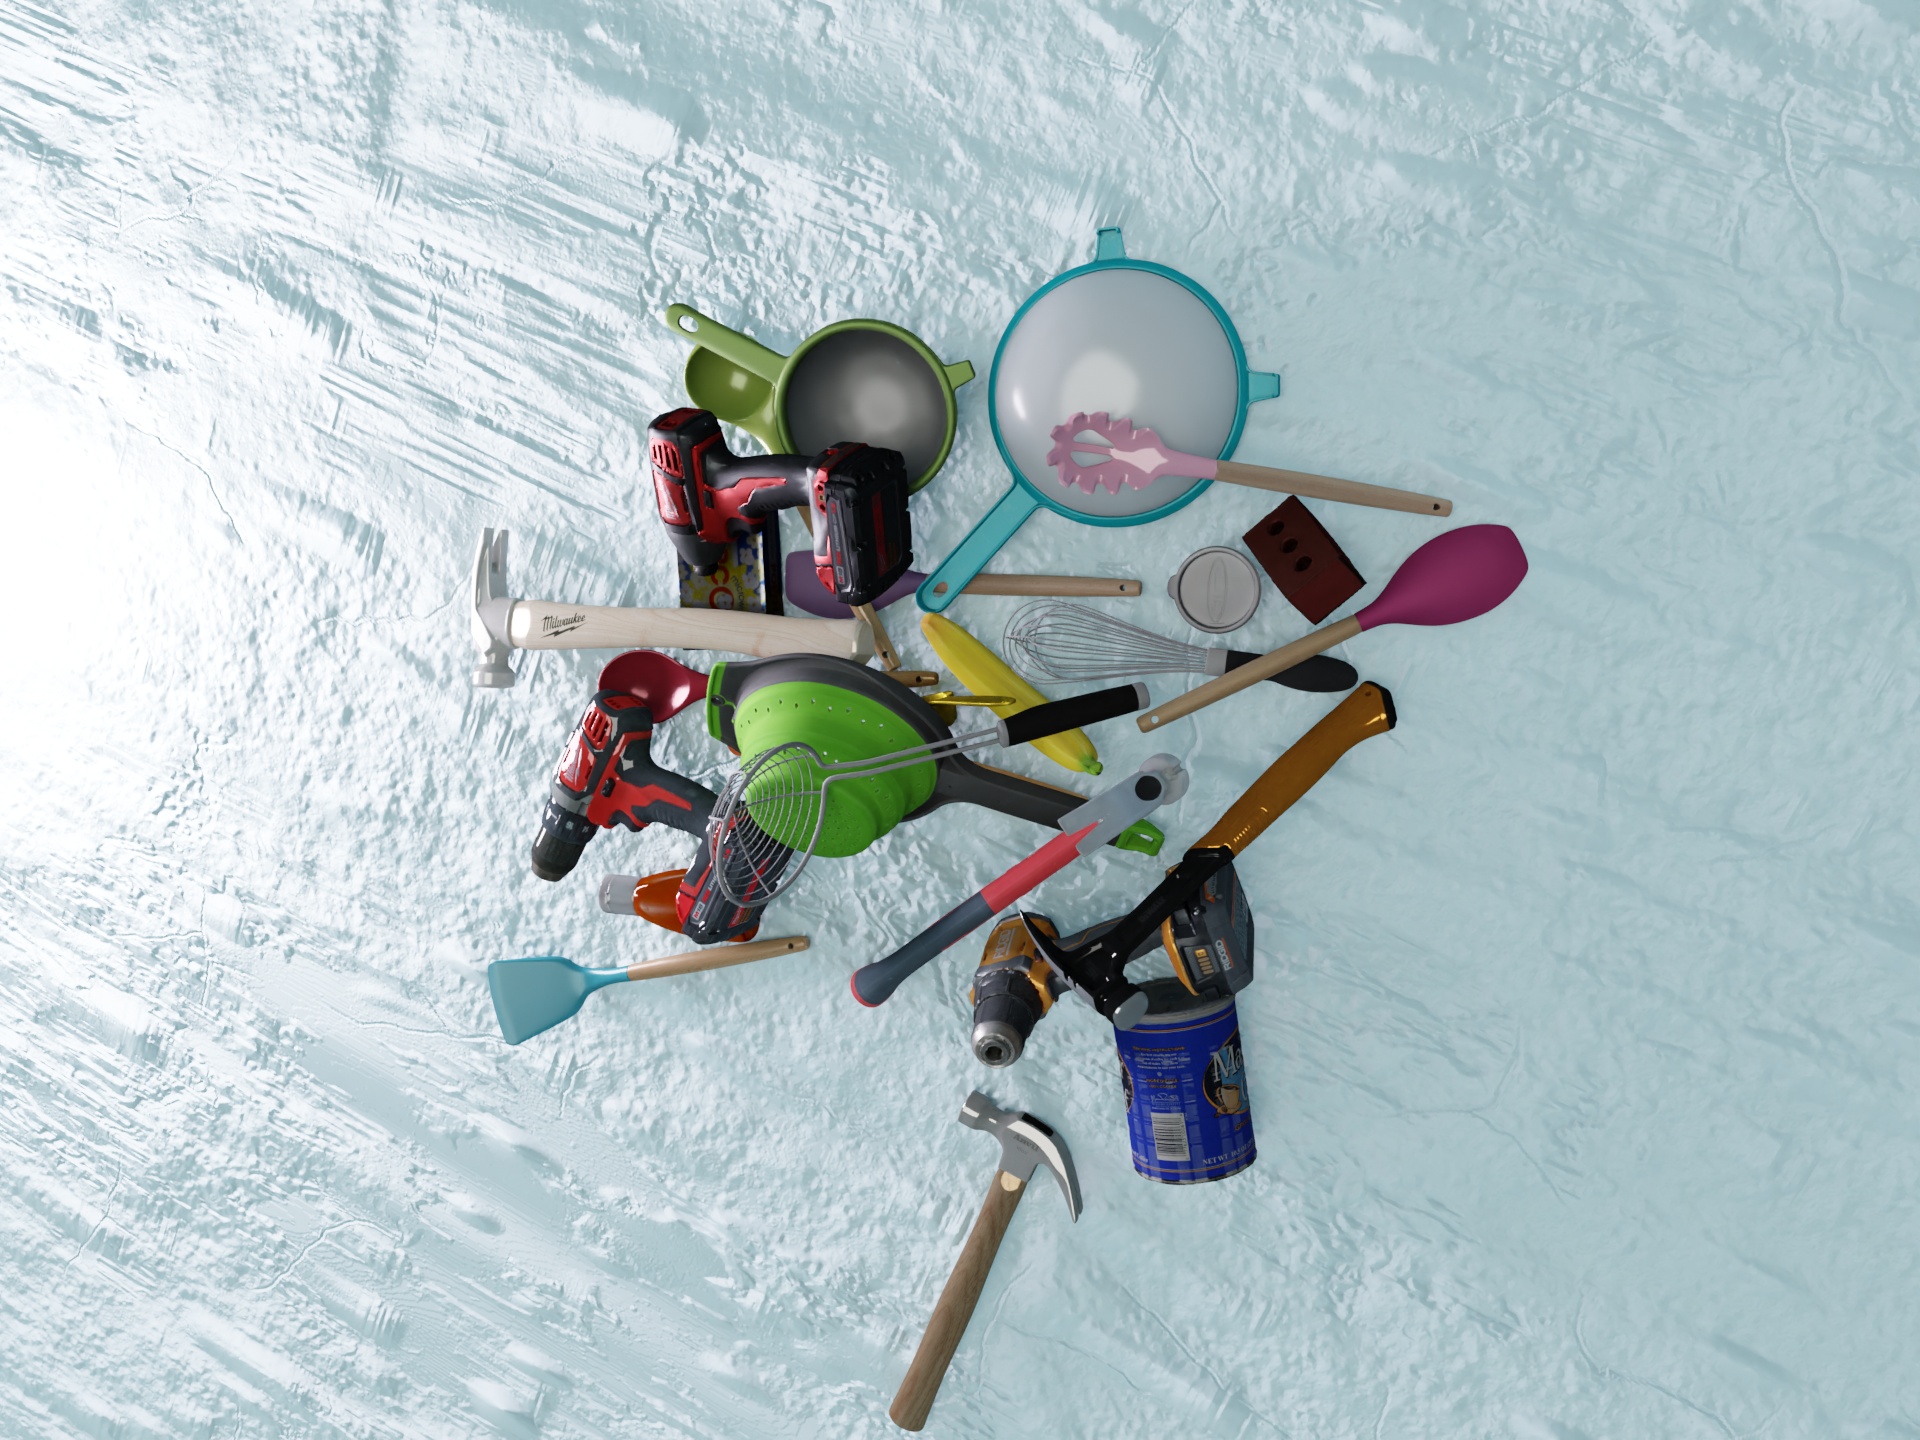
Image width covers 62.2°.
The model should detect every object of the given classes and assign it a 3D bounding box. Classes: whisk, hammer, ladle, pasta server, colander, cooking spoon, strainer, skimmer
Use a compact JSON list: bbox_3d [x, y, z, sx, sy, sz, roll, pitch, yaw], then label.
[{"bbox_3d":[0.172,-0.049,1.272,0.284,0.070,0.070,8,101,12],"label":"whisk"},{"bbox_3d":[0.201,0.084,1.212,0.337,0.034,0.127,-41,46,-10],"label":"hammer"},{"bbox_3d":[0.010,0.498,1.421,0.130,0.031,0.331,25,106,13],"label":"hammer"},{"bbox_3d":[-0.171,-0.033,1.399,0.315,0.031,0.069,-1,101,16],"label":"ladle"},{"bbox_3d":[-0.135,-0.182,1.339,0.078,0.062,0.320,-29,87,16],"label":"ladle"},{"bbox_3d":[0.217,-0.181,1.184,0.316,0.040,0.060,8,105,-6],"label":"pasta server"},{"bbox_3d":[-0.032,0.070,1.296,0.397,0.095,0.204,17,143,2],"label":"colander"},{"bbox_3d":[0.282,-0.063,1.221,0.319,0.017,0.069,-26,88,8],"label":"cooking spoon"},{"bbox_3d":[0.071,-0.210,1.246,0.211,0.095,0.340,45,104,7],"label":"strainer"},{"bbox_3d":[-0.119,-0.280,1.306,0.256,0.069,0.151,27,112,1],"label":"strainer"},{"bbox_3d":[-0.258,-0.089,1.369,0.411,0.038,0.146,5,95,26],"label":"hammer"},{"bbox_3d":[-0.016,0.043,1.201,0.363,0.090,0.127,-15,129,-12],"label":"skimmer"},{"bbox_3d":[0.016,0.149,1.267,0.386,0.143,0.038,-41,81,41],"label":"hammer"}]

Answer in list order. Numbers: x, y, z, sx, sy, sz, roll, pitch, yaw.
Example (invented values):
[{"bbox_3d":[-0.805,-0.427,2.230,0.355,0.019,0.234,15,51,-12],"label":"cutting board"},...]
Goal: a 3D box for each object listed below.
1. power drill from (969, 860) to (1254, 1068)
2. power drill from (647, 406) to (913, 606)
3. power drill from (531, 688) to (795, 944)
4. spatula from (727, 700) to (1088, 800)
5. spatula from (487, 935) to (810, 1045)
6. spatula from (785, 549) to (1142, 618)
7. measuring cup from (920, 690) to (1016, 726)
[{"bbox_3d":[0.113,0.195,1.260,0.226,0.185,0.084,-18,106,17],"label":"power drill"},{"bbox_3d":[-0.152,-0.168,1.287,0.220,0.078,0.143,15,127,26],"label":"power drill"},{"bbox_3d":[-0.272,0.104,1.390,0.227,0.080,0.188,34,107,19],"label":"power drill"},{"bbox_3d":[-0.049,0.035,1.360,0.322,0.041,0.081,16,145,12],"label":"spatula"},{"bbox_3d":[-0.287,0.234,1.469,0.317,0.044,0.082,-13,91,18],"label":"spatula"},{"bbox_3d":[-0.003,-0.113,1.335,0.316,0.018,0.060,2,97,19],"label":"spatula"},{"bbox_3d":[-0.002,-0.004,1.300,0.156,0.062,0.029,1,106,55],"label":"measuring cup"}]
